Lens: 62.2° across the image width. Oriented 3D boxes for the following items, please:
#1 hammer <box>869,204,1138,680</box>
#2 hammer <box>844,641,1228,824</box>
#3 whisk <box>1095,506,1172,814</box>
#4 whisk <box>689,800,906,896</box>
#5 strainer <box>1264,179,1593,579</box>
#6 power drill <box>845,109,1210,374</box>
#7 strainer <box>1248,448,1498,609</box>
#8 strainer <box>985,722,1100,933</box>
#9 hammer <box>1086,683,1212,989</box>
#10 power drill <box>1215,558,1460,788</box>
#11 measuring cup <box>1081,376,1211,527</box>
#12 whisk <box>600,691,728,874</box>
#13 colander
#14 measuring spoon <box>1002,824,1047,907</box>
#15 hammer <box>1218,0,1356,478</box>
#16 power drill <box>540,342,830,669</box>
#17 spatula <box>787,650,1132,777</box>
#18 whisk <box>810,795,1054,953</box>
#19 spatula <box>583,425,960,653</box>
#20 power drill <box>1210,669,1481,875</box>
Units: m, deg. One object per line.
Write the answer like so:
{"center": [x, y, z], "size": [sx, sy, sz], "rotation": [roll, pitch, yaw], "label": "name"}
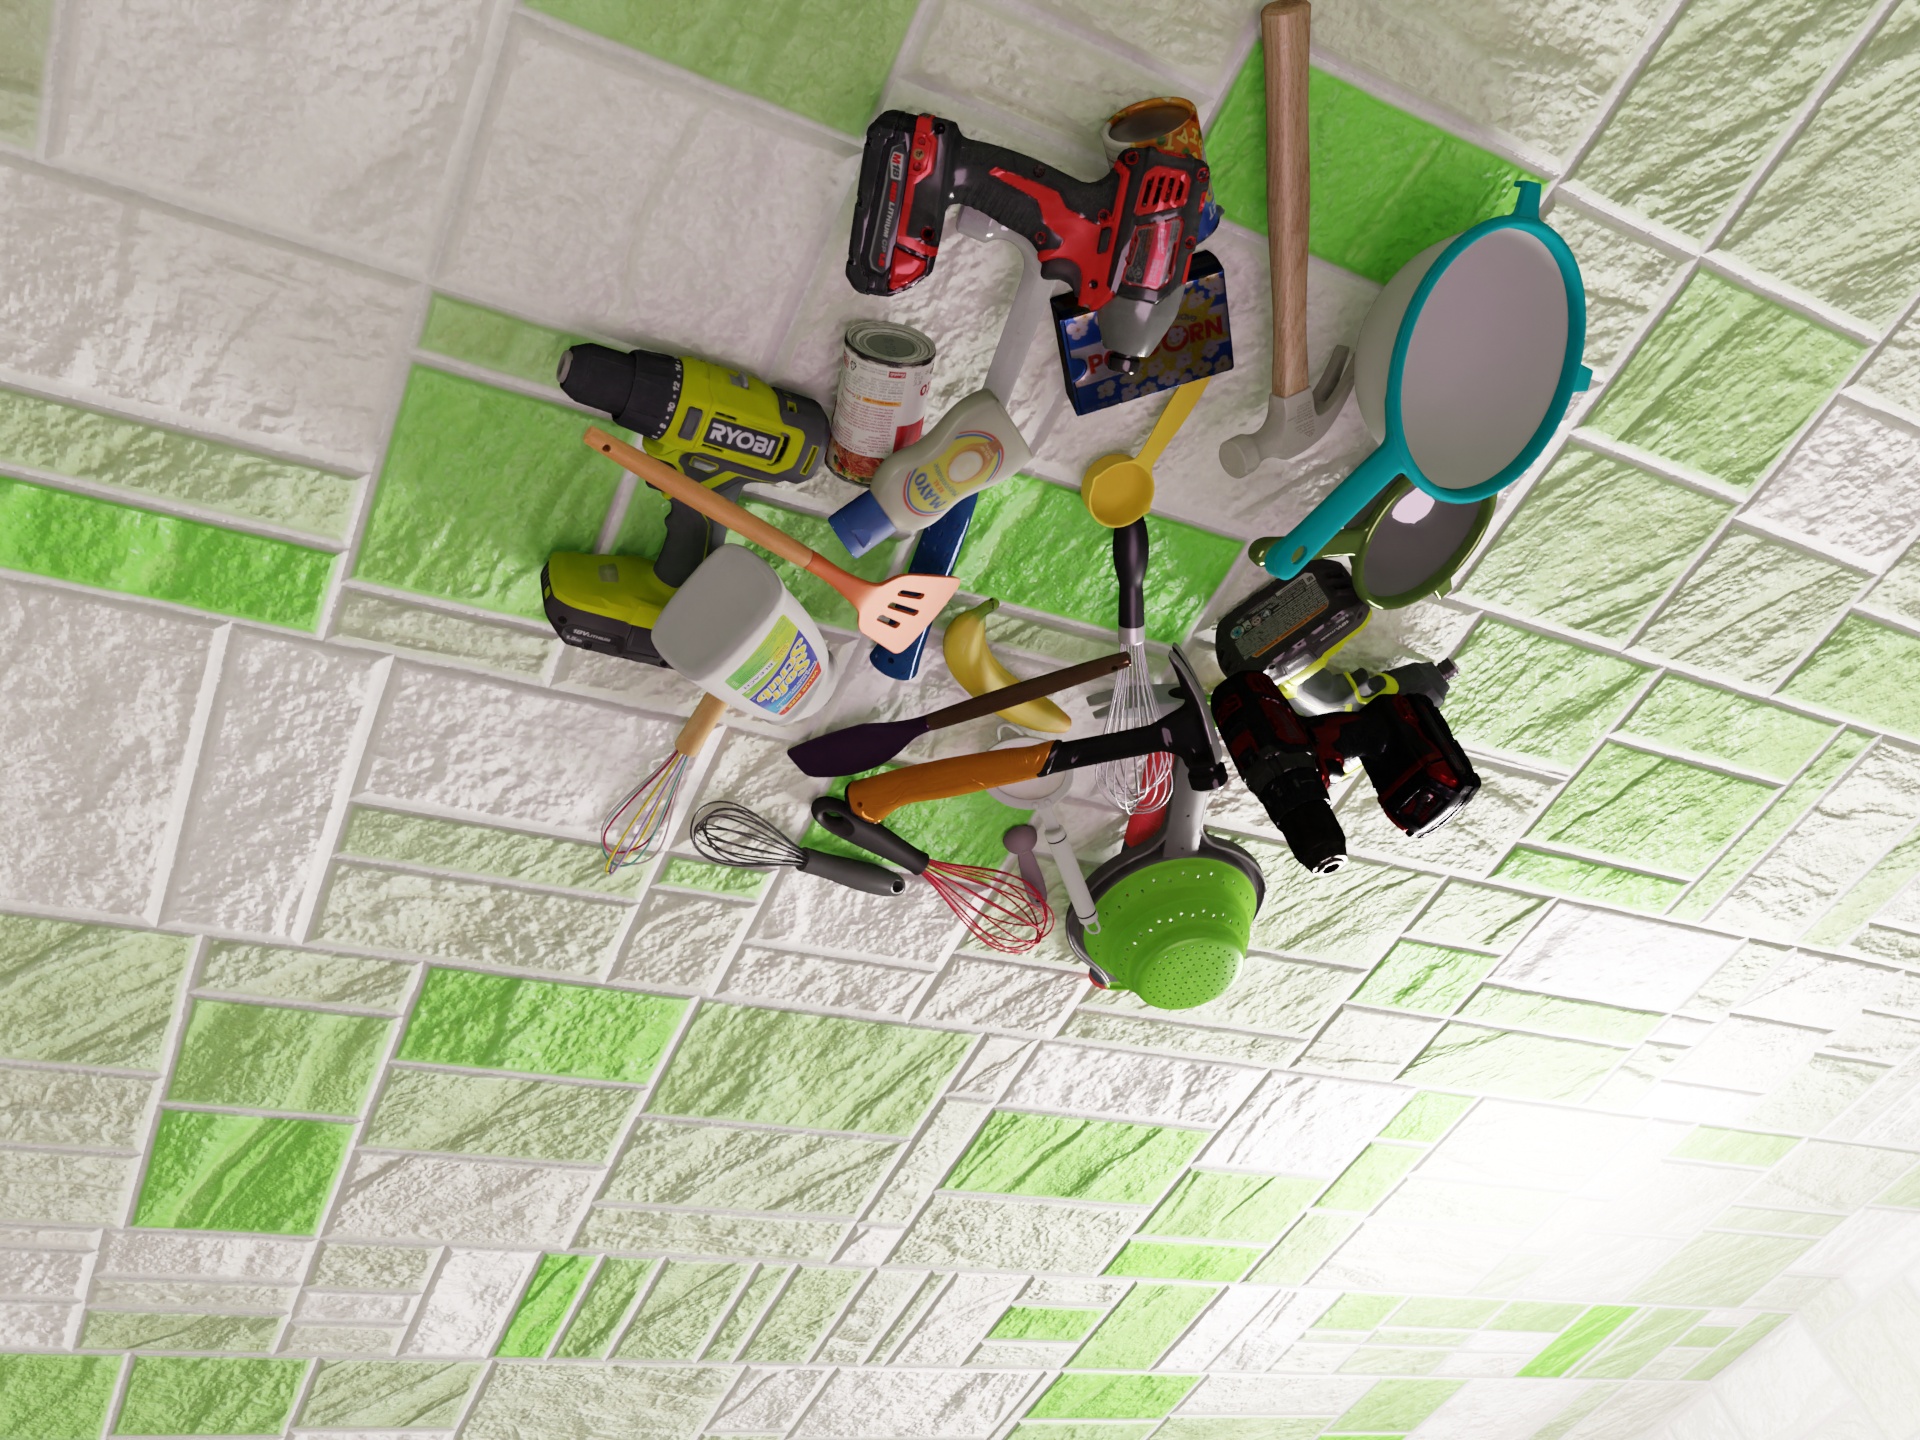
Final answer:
{"center": [0.011, -0.189, 1.203], "size": [0.144, 0.035, 0.405], "rotation": [24, 129, 1], "label": "hammer"}
{"center": [0.051, 0.030, 1.363], "size": [0.337, 0.034, 0.127], "rotation": [-13, 109, 21], "label": "hammer"}
{"center": [0.145, -0.046, 1.354], "size": [0.070, 0.070, 0.284], "rotation": [-9, 116, -10], "label": "whisk"}
{"center": [-0.143, 0.123, 1.450], "size": [0.238, 0.055, 0.055], "rotation": [22, 121, -37], "label": "whisk"}
{"center": [0.325, -0.234, 1.196], "size": [0.340, 0.095, 0.210], "rotation": [-44, 128, -11], "label": "strainer"}
{"center": [0.042, -0.313, 1.038], "size": [0.219, 0.079, 0.143], "rotation": [11, 111, 0], "label": "power drill"}
{"center": [0.323, -0.163, 1.300], "size": [0.256, 0.069, 0.151], "rotation": [-11, 132, -29], "label": "strainer"}
{"center": [0.083, 0.097, 1.463], "size": [0.087, 0.050, 0.258], "rotation": [-14, 118, 17], "label": "strainer"}
{"center": [0.160, 0.123, 1.545], "size": [0.143, 0.038, 0.386], "rotation": [-1, 130, -14], "label": "hammer"}
{"center": [0.343, -0.042, 1.435], "size": [0.171, 0.080, 0.223], "rotation": [-36, 134, 16], "label": "power drill"}
{"center": [0.150, -0.225, 1.254], "size": [0.062, 0.029, 0.156], "rotation": [24, 108, -32], "label": "measuring cup"}
{"center": [-0.243, 0.038, 1.350], "size": [0.047, 0.051, 0.245], "rotation": [6, 126, -49], "label": "whisk"}
{"center": [0.214, 0.151, 1.493], "size": [0.204, 0.095, 0.396], "rotation": [-5, 131, -9], "label": "colander"}
{"center": [0.069, 0.148, 1.551], "size": [0.034, 0.018, 0.124], "rotation": [-19, 133, -1], "label": "measuring spoon"}
{"center": [0.239, -0.344, 1.148], "size": [0.130, 0.031, 0.331], "rotation": [-28, 131, -23], "label": "hammer"}
{"center": [-0.223, -0.159, 1.156], "size": [0.190, 0.080, 0.228], "rotation": [13, 122, -28], "label": "power drill"}
{"center": [-0.002, -0.004, 1.349], "size": [0.316, 0.018, 0.059], "rotation": [-18, 136, 21], "label": "spatula"}
{"center": [-0.023, 0.144, 1.496], "size": [0.295, 0.073, 0.073], "rotation": [33, 115, -29], "label": "whisk"}
{"center": [-0.133, -0.132, 1.151], "size": [0.322, 0.041, 0.081], "rotation": [28, 112, -34], "label": "spatula"}
{"center": [0.327, 0.049, 1.332], "size": [0.226, 0.188, 0.080], "rotation": [5, 138, -33], "label": "power drill"}
